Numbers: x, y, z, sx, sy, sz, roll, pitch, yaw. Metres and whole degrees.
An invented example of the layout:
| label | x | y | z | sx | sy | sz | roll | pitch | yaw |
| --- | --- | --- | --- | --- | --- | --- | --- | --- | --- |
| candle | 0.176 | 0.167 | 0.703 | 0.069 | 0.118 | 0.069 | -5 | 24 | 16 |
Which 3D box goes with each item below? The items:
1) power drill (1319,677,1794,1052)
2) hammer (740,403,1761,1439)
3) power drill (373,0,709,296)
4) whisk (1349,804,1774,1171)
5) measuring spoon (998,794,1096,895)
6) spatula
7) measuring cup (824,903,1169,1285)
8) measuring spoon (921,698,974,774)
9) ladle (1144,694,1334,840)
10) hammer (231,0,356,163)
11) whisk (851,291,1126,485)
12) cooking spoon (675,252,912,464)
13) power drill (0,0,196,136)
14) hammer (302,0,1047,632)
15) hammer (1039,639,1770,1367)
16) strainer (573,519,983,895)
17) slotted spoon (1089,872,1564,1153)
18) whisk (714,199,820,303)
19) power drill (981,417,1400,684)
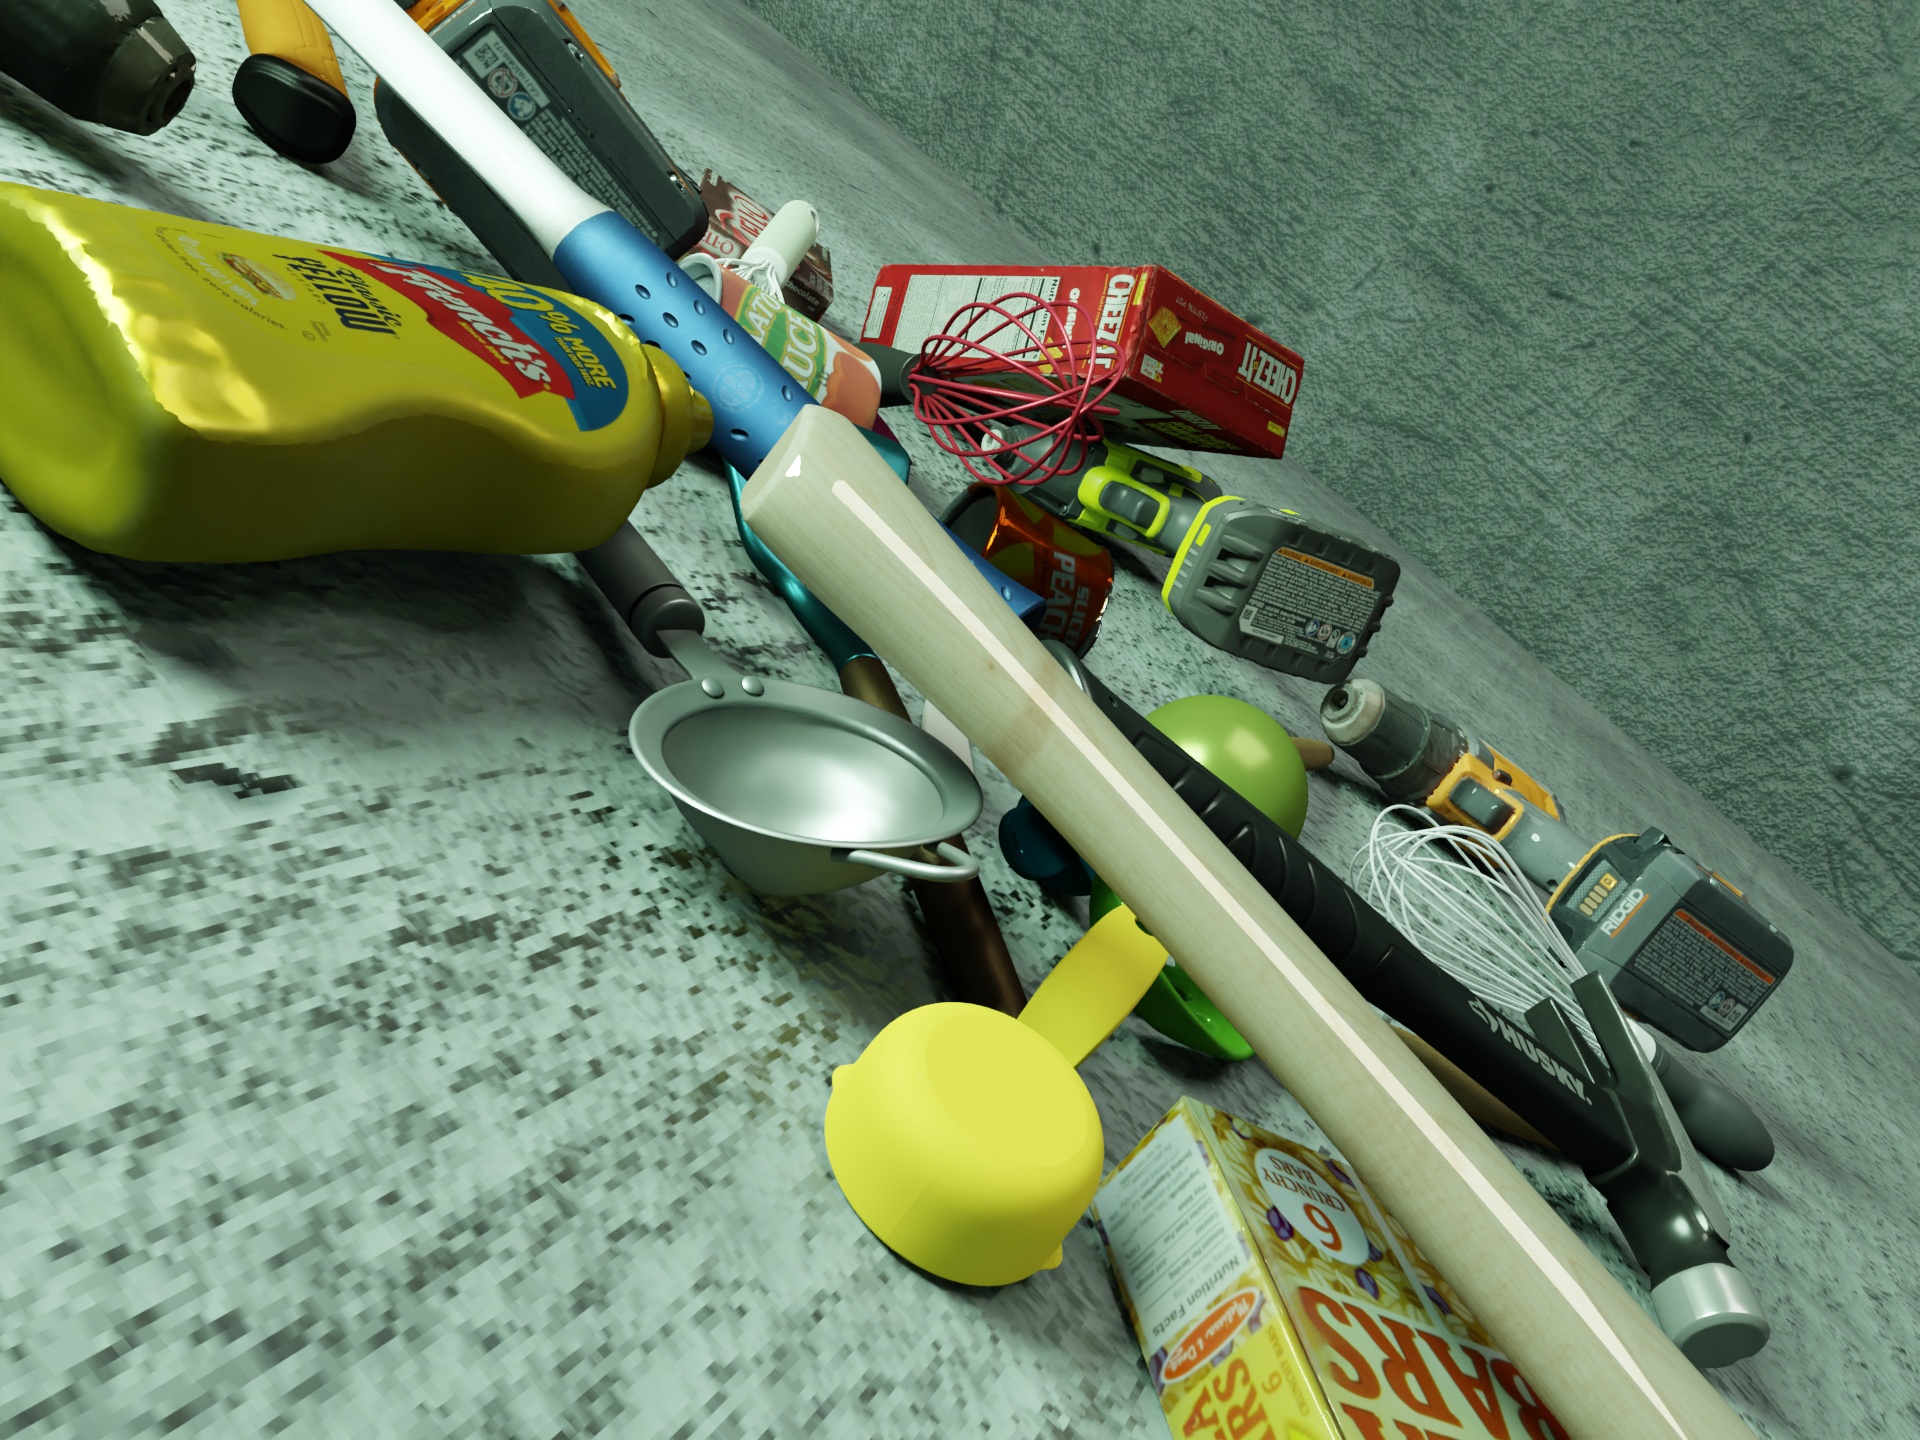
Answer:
| label | x | y | z | sx | sy | sz | roll | pitch | yaw |
| --- | --- | --- | --- | --- | --- | --- | --- | --- | --- |
| power drill | 0.300 | 0.062 | 0.844 | 0.185 | 0.084 | 0.226 | 31 | 11 | -31 |
| hammer | 0.091 | 0.079 | 0.354 | 0.411 | 0.038 | 0.146 | 49 | 23 | 17 |
| power drill | -0.177 | -0.250 | 0.689 | 0.164 | 0.084 | 0.227 | 49 | 6 | -35 |
| whisk | 0.280 | 0.131 | 0.718 | 0.284 | 0.070 | 0.070 | 38 | 18 | -19 |
| measuring spoon | 0.019 | 0.037 | 0.461 | 0.128 | 0.021 | 0.042 | 8 | 61 | -77 |
| spatula | -0.022 | -0.009 | 0.492 | 0.082 | 0.044 | 0.318 | 15 | 30 | -28 |
| measuring cup | 0.025 | 0.069 | 0.371 | 0.062 | 0.029 | 0.156 | 39 | 32 | 10 |
| measuring spoon | -0.001 | -0.002 | 0.553 | 0.034 | 0.018 | 0.124 | 33 | 20 | -17 |
| ladle | 0.143 | 0.025 | 0.742 | 0.078 | 0.062 | 0.320 | 41 | 12 | 16 |
| hammer | -0.303 | -0.323 | 0.713 | 0.127 | 0.034 | 0.337 | 21 | 26 | -40 |
| whisk | -0.009 | -0.142 | 0.667 | 0.073 | 0.073 | 0.296 | 30 | 2 | -24 |
| cooking spoon | -0.141 | -0.232 | 0.826 | 0.319 | 0.017 | 0.068 | 44 | 23 | 15 |
| power drill | -0.304 | -0.204 | 0.377 | 0.187 | 0.080 | 0.227 | 33 | 16 | -17 |
| hammer | -0.133 | -0.158 | 0.512 | 0.405 | 0.144 | 0.035 | 46 | -12 | 10 |
| hammer | 0.139 | 0.078 | 0.515 | 0.334 | 0.035 | 0.146 | 37 | 29 | -24 |
| strainer | -0.075 | -0.020 | 0.428 | 0.086 | 0.050 | 0.259 | -2 | 36 | -39 |
| slotted spoon | 0.147 | 0.115 | 0.545 | 0.313 | 0.031 | 0.070 | 27 | 29 | -36 |
| whisk | -0.100 | -0.219 | 0.785 | 0.246 | 0.059 | 0.057 | -81 | 159 | -59 |
| power drill | 0.123 | -0.109 | 0.905 | 0.171 | 0.080 | 0.223 | 13 | 18 | -36 |
